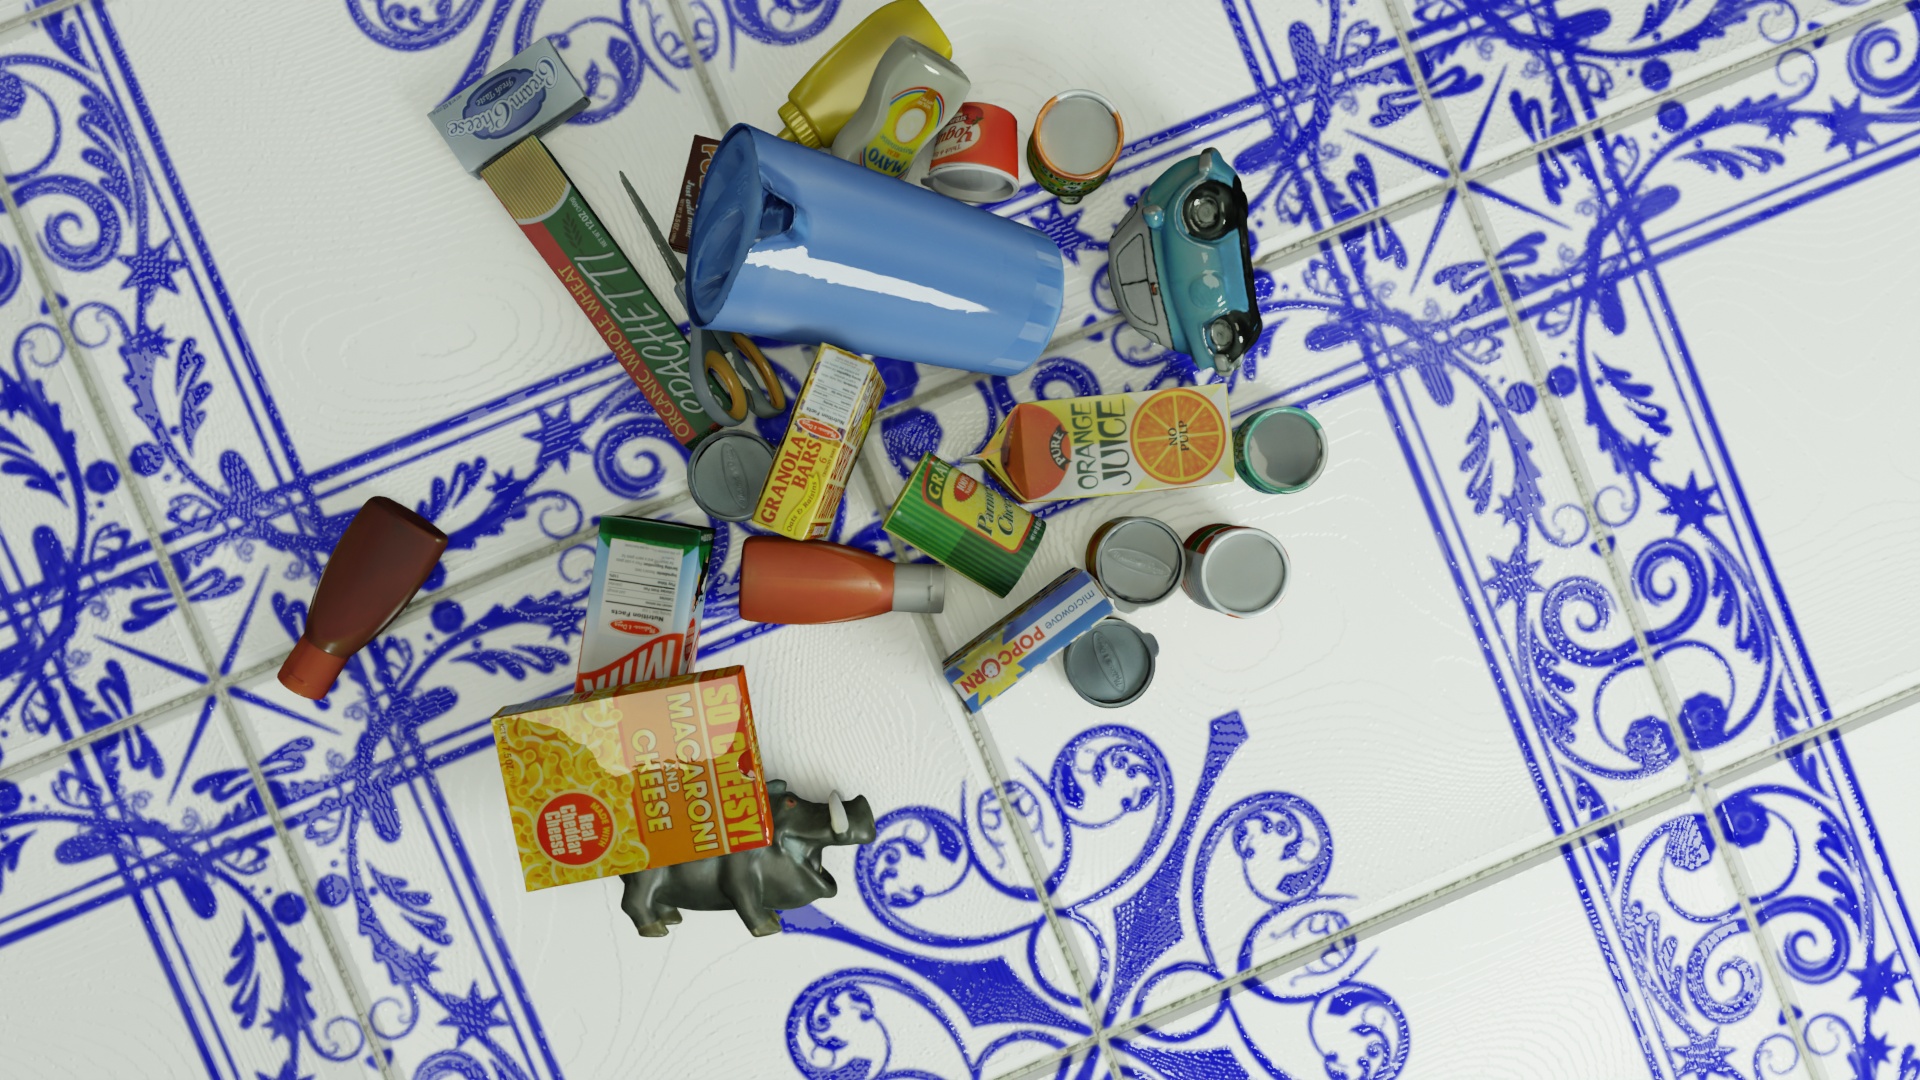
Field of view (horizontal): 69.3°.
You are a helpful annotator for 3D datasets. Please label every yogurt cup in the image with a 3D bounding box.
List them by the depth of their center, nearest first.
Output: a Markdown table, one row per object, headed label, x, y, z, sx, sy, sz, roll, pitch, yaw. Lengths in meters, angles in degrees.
| label | x | y | z | sx | sy | sz | roll | pitch | yaw |
| --- | --- | --- | --- | --- | --- | --- | --- | --- | --- |
| yogurt cup | 0.012 | -0.282 | 1.009 | 0.072 | 0.072 | 0.054 | 6 | 83 | -3 |

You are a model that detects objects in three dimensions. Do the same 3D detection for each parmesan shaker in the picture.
| label | x | y | z | sx | sy | sz | roll | pitch | yaw |
| --- | --- | --- | --- | --- | --- | --- | --- | --- | --- |
| parmesan shaker | 0.004 | -0.013 | 1.012 | 0.103 | 0.071 | 0.071 | 30 | 90 | -5 |

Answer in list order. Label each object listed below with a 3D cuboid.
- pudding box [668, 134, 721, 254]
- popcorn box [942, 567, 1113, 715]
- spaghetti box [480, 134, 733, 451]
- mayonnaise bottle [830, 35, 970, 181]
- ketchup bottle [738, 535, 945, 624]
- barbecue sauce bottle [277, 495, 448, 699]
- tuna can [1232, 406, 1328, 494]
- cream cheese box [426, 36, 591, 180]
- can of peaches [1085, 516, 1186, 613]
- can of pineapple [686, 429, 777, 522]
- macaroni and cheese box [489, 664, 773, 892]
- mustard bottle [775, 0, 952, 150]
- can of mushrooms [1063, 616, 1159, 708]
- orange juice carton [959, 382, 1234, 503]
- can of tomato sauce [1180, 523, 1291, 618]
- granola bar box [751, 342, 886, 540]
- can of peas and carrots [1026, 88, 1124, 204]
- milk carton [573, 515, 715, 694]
| label | x | y | z | sx | sy | sz | roll | pitch | yaw |
| --- | --- | --- | --- | --- | --- | --- | --- | --- | --- |
| pudding box | -0.179 | -0.248 | 1.017 | 0.050 | 0.030 | 0.083 | 14 | 91 | -3 |
| popcorn box | 0.047 | 0.070 | 1.005 | 0.127 | 0.085 | 0.038 | -36 | 92 | -1 |
| spaghetti box | -0.254 | -0.180 | 1.015 | 0.050 | 0.028 | 0.250 | -36 | 92 | -1 |
| mayonnaise bottle | -0.057 | -0.281 | 0.990 | 0.065 | 0.041 | 0.147 | 15 | 123 | -41 |
| ketchup bottle | -0.086 | 0.032 | 1.018 | 0.149 | 0.043 | 0.064 | 4 | 99 | -3 |
| barbecue sauce bottle | -0.437 | 0.044 | 1.003 | 0.065 | 0.043 | 0.148 | 33 | 90 | -3 |
| tuna can | 0.236 | -0.068 | 1.037 | 0.071 | 0.033 | 0.071 | 0 | 91 | -3 |
| cream cheese box | -0.328 | -0.314 | 1.012 | 0.104 | 0.024 | 0.053 | -35 | 94 | -1 |
| can of peaches | 0.127 | 0.017 | 1.021 | 0.071 | 0.058 | 0.071 | 0 | 92 | -3 |
| can of pineapple | -0.159 | -0.046 | 1.007 | 0.071 | 0.058 | 0.071 | 0 | 92 | -3 |
| macaroni and cheese box | -0.220 | 0.161 | 0.944 | 0.167 | 0.040 | 0.123 | -10 | 97 | -4 |
| mustard bottle | -0.083 | -0.327 | 1.010 | 0.160 | 0.049 | 0.065 | -36 | 93 | -1 |
| can of mushrooms | 0.112 | 0.089 | 1.034 | 0.071 | 0.033 | 0.071 | 0 | 91 | -2 |
| orange juice carton | 0.095 | -0.068 | 1.011 | 0.193 | 0.072 | 0.073 | -6 | 91 | -3 |
| can of tomato sauce | 0.200 | 0.020 | 1.012 | 0.071 | 0.083 | 0.071 | 0 | 92 | -2 |
| granola bar box | -0.094 | -0.064 | 0.956 | 0.039 | 0.165 | 0.124 | 22 | 90 | -1 |
| can of peas and carrots | 0.083 | -0.287 | 1.014 | 0.071 | 0.059 | 0.071 | 0 | 91 | -2 |
| milk carton | -0.230 | 0.080 | 0.999 | 0.073 | 0.072 | 0.190 | 9 | 90 | -2 |
